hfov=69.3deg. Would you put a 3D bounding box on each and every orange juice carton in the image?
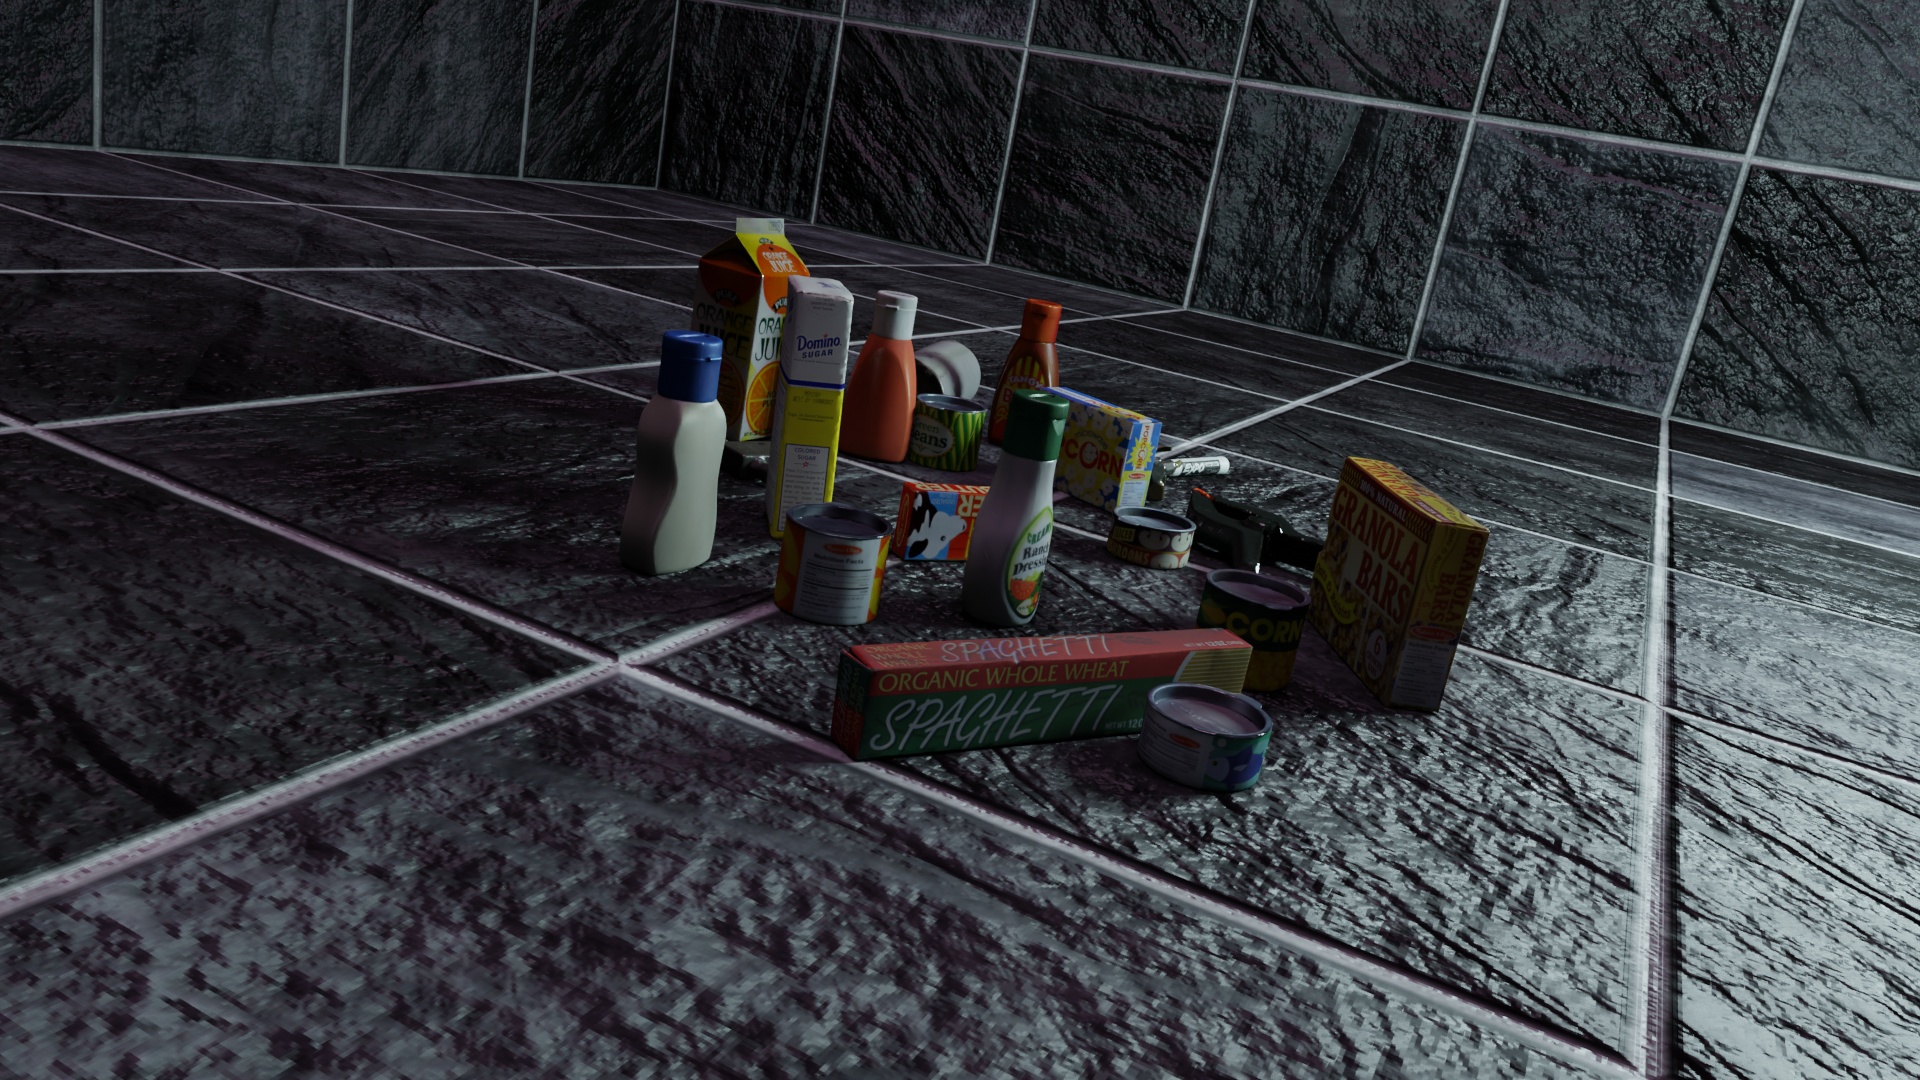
[{"bbox_3d":[-0.190,-0.190,1.234,0.073,0.192,0.072,18,17,25],"label":"orange juice carton"}]

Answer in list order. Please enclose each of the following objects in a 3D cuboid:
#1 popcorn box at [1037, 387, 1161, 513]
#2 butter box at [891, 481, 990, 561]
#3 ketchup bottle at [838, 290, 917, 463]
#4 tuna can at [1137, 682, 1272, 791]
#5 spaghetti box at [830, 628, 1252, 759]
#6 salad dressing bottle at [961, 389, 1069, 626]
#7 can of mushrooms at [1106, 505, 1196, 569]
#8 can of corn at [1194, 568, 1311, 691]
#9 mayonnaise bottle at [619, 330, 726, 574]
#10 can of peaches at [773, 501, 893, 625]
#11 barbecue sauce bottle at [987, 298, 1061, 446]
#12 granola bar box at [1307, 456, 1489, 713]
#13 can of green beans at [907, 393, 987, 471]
[{"bbox_3d":[0.116,-0.083,1.255,0.038,0.085,0.127,-3,21,-41],"label":"popcorn box"},{"bbox_3d":[0.004,-0.013,1.004,0.104,0.053,0.024,1,18,-29],"label":"butter box"},{"bbox_3d":[-0.068,-0.147,1.241,0.065,0.148,0.044,12,16,4],"label":"ketchup bottle"},{"bbox_3d":[0.129,0.102,0.730,0.071,0.032,0.071,10,16,-3],"label":"tuna can"},{"bbox_3d":[0.050,0.078,0.732,0.251,0.050,0.029,0,19,-32],"label":"spaghetti box"},{"bbox_3d":[0.037,-0.021,0.884,0.044,0.147,0.064,20,18,30],"label":"salad dressing bottle"},{"bbox_3d":[0.148,-0.003,1.096,0.071,0.033,0.071,10,16,-3],"label":"can of mushrooms"},{"bbox_3d":[0.181,0.057,0.871,0.071,0.058,0.071,10,16,-3],"label":"can of corn"},{"bbox_3d":[-0.176,-0.055,0.867,0.041,0.147,0.065,18,18,26],"label":"mayonnaise bottle"},{"bbox_3d":[-0.079,0.013,0.856,0.071,0.058,0.071,10,16,-3],"label":"can of peaches"},{"bbox_3d":[0.070,-0.165,1.391,0.065,0.148,0.044,14,16,12],"label":"barbecue sauce bottle"},{"bbox_3d":[0.286,0.024,0.929,0.039,0.123,0.166,9,16,-7],"label":"granola bar box"},{"bbox_3d":[-0.013,-0.100,1.279,0.071,0.057,0.071,10,16,-3],"label":"can of green beans"}]
